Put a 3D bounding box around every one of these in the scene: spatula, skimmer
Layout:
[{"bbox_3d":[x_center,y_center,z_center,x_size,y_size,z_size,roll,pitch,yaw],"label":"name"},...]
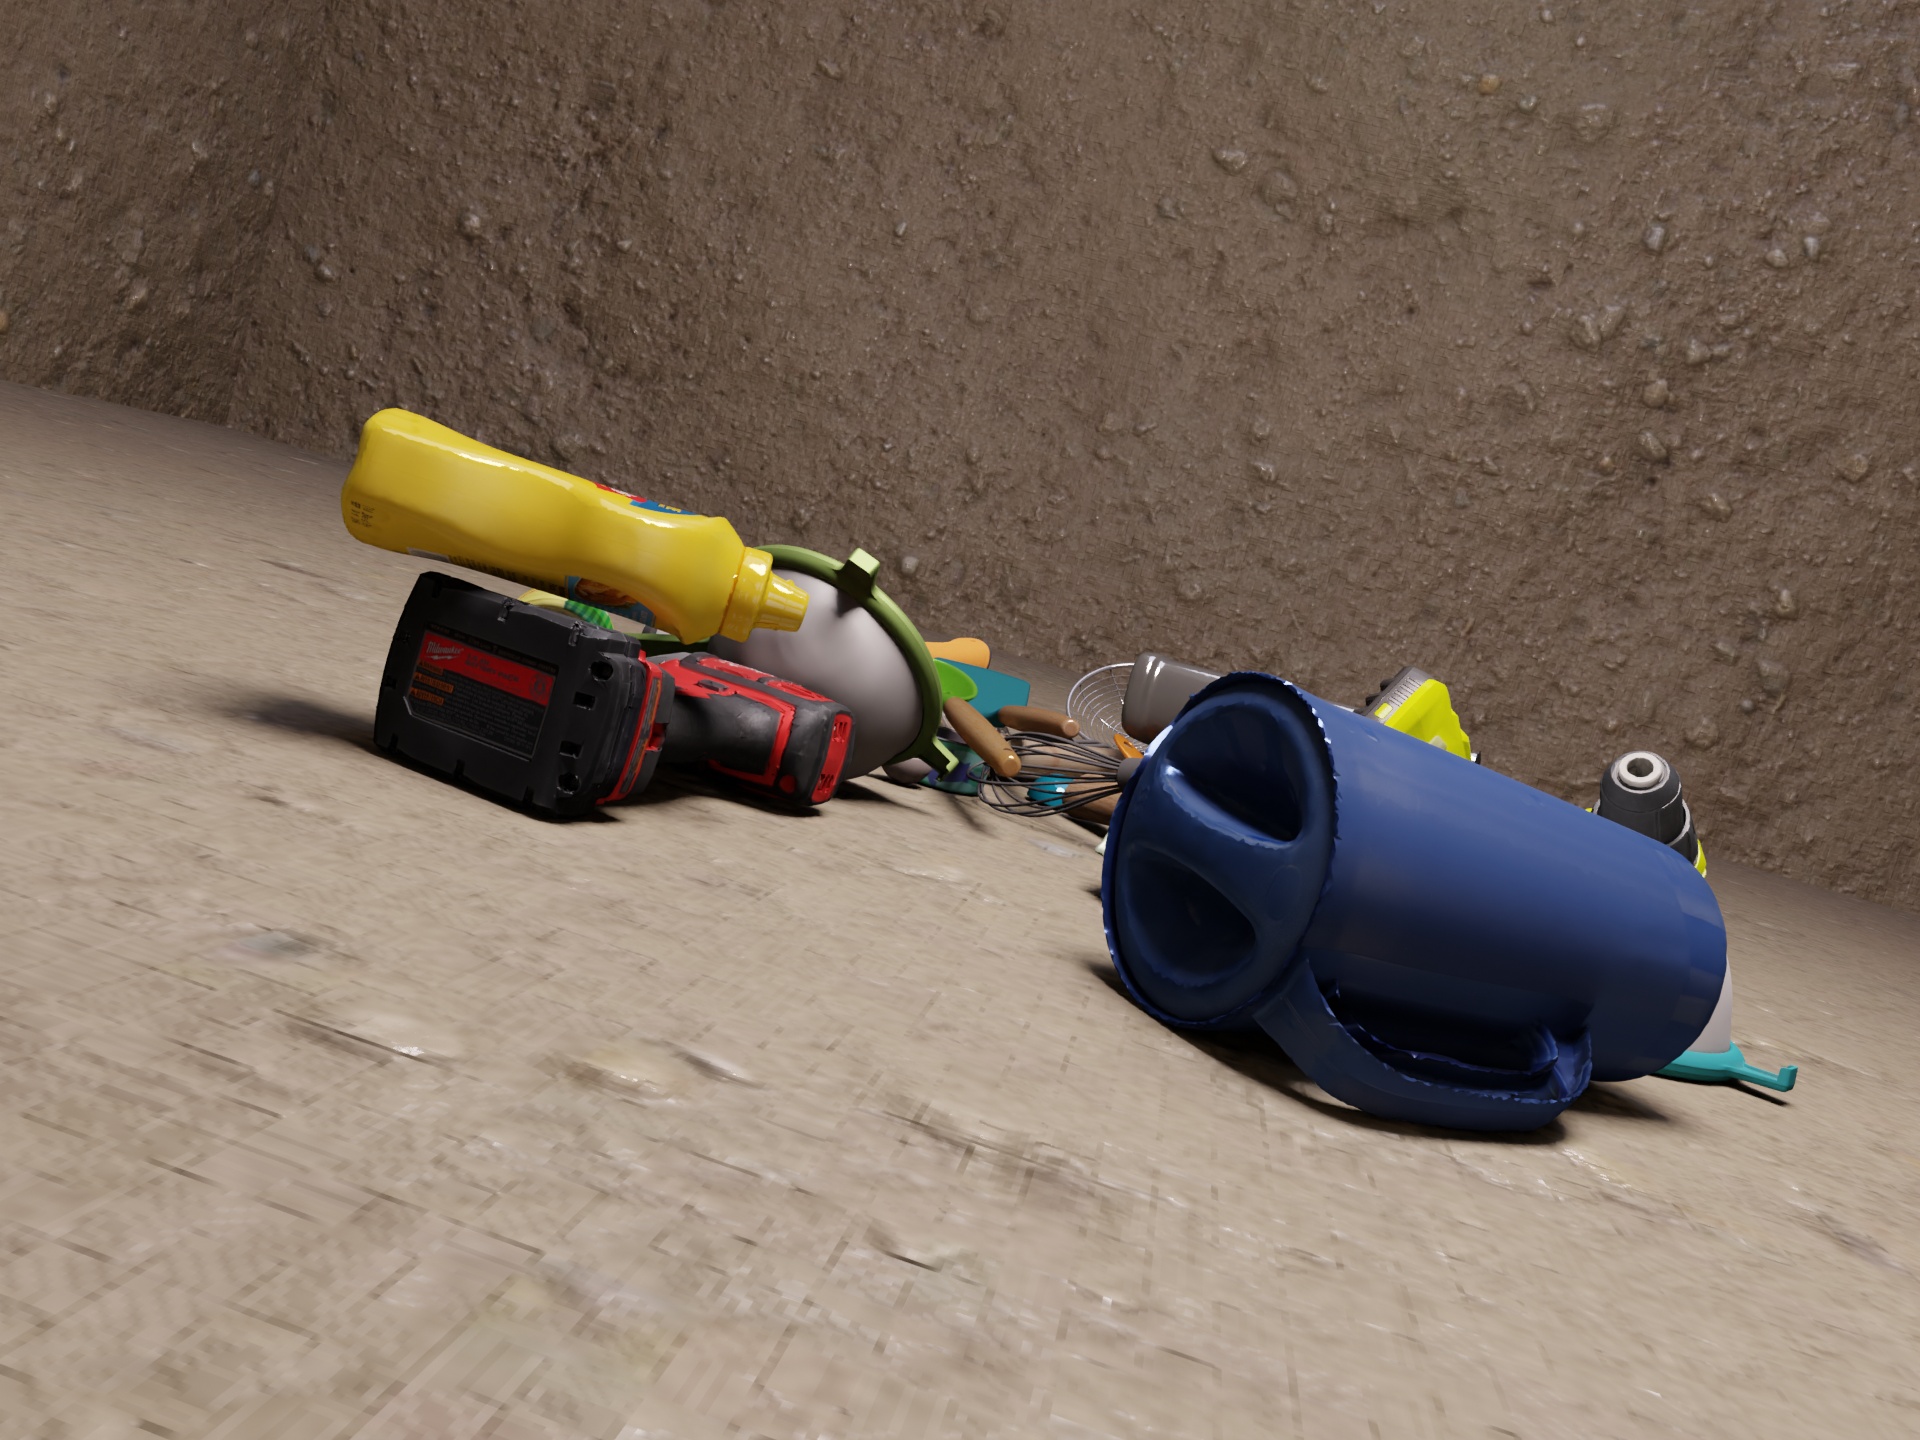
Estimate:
[{"bbox_3d":[0.040,-0.013,1.130,0.082,0.044,0.317,15,0,-11],"label":"spatula"},{"bbox_3d":[0.117,-0.008,1.402,0.127,0.090,0.363,18,7,20],"label":"skimmer"}]

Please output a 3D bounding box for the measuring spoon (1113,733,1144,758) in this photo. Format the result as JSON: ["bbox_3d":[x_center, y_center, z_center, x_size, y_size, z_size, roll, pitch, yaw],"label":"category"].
[{"bbox_3d":[0.147,0.045,1.156,0.021,0.011,0.117,8,33,-42],"label":"measuring spoon"}]

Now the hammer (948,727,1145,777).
[{"bbox_3d":[0.116,0.034,1.255,0.146,0.038,0.410,11,3,41],"label":"hammer"}]

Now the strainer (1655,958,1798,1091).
[{"bbox_3d":[0.308,0.096,0.898,0.211,0.095,0.340,15,7,-5],"label":"strainer"}]

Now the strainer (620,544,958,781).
[{"bbox_3d":[-0.133,-0.021,0.901,0.256,0.151,0.069,5,41,34],"label":"strainer"}]

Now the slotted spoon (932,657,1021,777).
[{"bbox_3d":[-0.002,-0.003,1.021,0.070,0.031,0.314,8,9,-12],"label":"slotted spoon"}]

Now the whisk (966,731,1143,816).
[{"bbox_3d":[0.097,0.033,0.924,0.239,0.055,0.055,0,-7,43],"label":"whisk"}]

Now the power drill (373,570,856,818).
[{"bbox_3d":[-0.156,-0.007,0.741,0.143,0.078,0.219,18,3,23],"label":"power drill"}]

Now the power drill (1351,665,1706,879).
[{"bbox_3d":[0.347,0.055,0.980,0.229,0.080,0.190,32,-22,42],"label":"power drill"}]

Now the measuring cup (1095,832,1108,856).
[{"bbox_3d":[0.108,0.084,0.753,0.083,0.038,0.168,-21,20,14],"label":"measuring cup"}]

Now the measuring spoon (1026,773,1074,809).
[{"bbox_3d":[0.109,0.060,1.074,0.128,0.021,0.042,17,5,7],"label":"measuring spoon"}]

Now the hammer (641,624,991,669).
[{"bbox_3d":[-0.096,-0.055,1.346,0.336,0.034,0.127,-2,15,-44],"label":"hammer"}]

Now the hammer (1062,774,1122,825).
[{"bbox_3d":[0.147,0.063,0.900,0.130,0.031,0.331,-26,15,-18],"label":"hammer"}]

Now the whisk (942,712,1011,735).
[{"bbox_3d":[-0.015,-0.014,1.387,0.059,0.058,0.246,51,-12,-22],"label":"whisk"}]

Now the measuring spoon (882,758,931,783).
[{"bbox_3d":[-0.077,0.025,0.973,0.124,0.018,0.034,7,-1,-14],"label":"measuring spoon"}]
